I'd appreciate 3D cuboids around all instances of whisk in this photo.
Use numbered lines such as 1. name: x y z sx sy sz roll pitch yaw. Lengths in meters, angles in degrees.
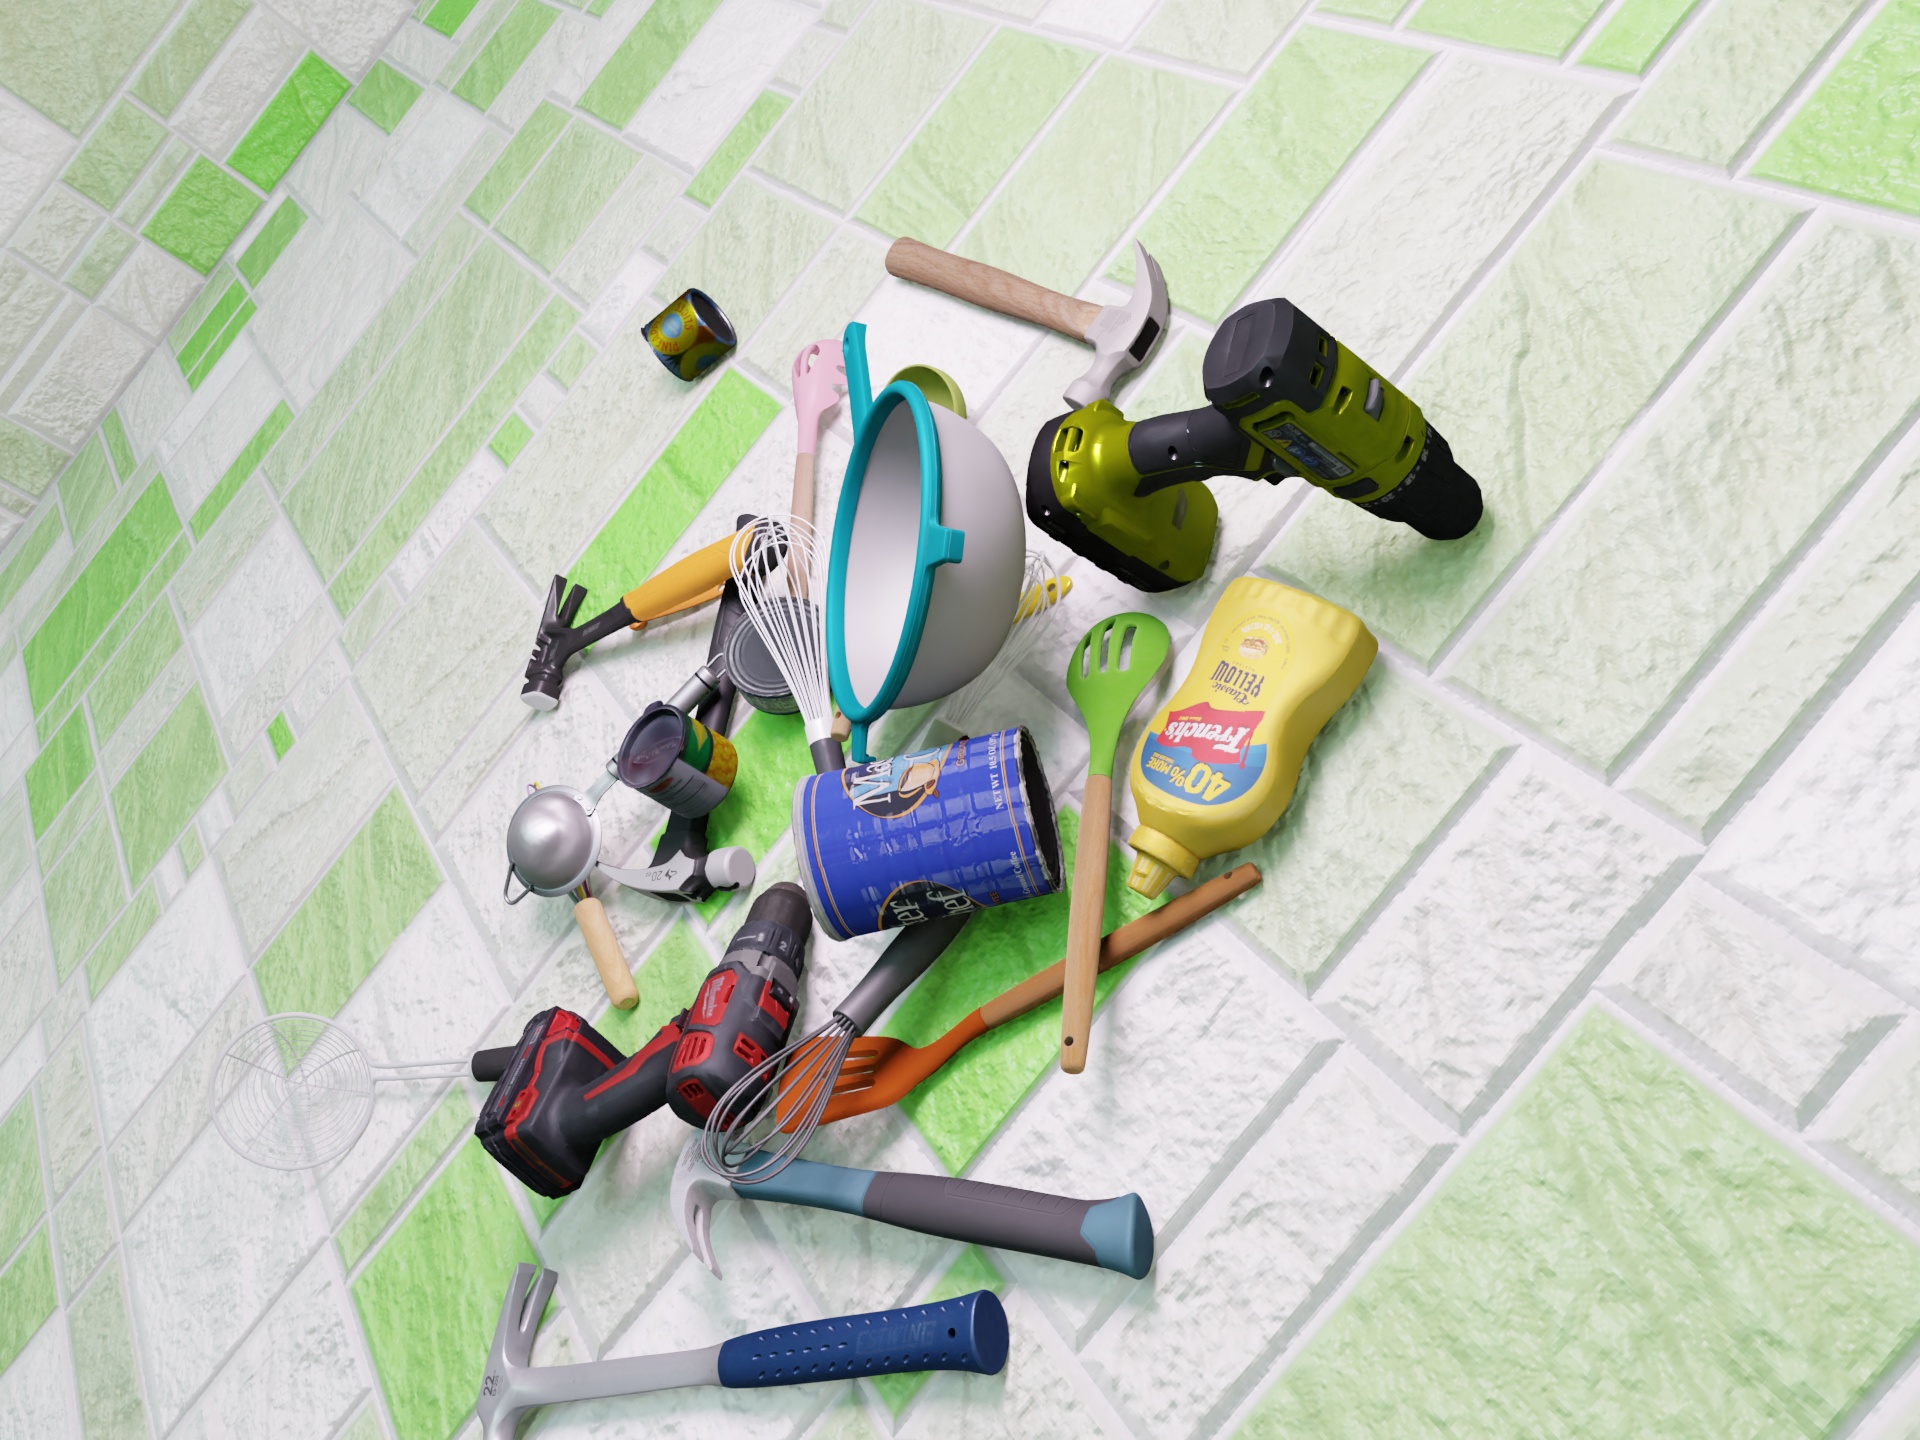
1. whisk: -0.102 -0.021 1.109 0.070 0.070 0.285 -26 68 27
2. whisk: -0.064 0.178 0.938 0.055 0.055 0.239 8 43 43
3. whisk: -0.293 0.132 1.231 0.047 0.051 0.245 -60 43 25
4. whisk: -0.002 -0.003 1.050 0.246 0.057 0.059 -63 7 -1

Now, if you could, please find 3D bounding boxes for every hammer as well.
1. hammer: -0.037 0.271 0.906 0.331 0.033 0.128 -3 43 36
2. hammer: -0.193 -0.017 1.236 0.146 0.035 0.335 -12 57 35
3. hammer: -0.254 -0.105 1.308 0.337 0.034 0.127 -18 53 43
4. hammer: -0.147 0.378 0.947 0.405 0.035 0.144 -20 53 31
5. hammer: 0.040 -0.333 1.235 0.130 0.031 0.332 -54 43 0

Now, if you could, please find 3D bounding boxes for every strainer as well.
1. strainer: -0.267 0.041 1.204 0.258 0.050 0.087 -46 68 0
2. strainer: -0.021 -0.146 1.030 0.210 0.095 0.341 115 155 -44

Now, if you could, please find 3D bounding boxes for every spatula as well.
1. spatula: 0.029 0.158 0.928 0.322 0.041 0.081 -32 25 19

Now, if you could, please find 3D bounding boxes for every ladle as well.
1. ladle: -0.055 -0.127 1.141 0.078 0.062 0.320 -14 48 38

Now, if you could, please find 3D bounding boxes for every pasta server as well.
1. pasta server: -0.122 -0.187 1.290 0.060 0.040 0.316 -18 58 32

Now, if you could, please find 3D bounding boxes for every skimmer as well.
1. skimmer: -0.432 0.277 1.218 0.363 0.090 0.127 -12 90 33

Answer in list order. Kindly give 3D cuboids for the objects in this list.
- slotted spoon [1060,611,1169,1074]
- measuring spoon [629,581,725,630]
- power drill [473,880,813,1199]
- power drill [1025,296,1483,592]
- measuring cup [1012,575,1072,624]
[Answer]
1. slotted spoon: 0.081 0.057 0.932 0.070 0.031 0.314 -12 51 30
2. measuring spoon: -0.234 -0.098 1.343 0.117 0.011 0.021 -18 54 28
3. power drill: -0.195 0.206 1.048 0.226 0.080 0.188 -27 27 28
4. power drill: 0.166 -0.142 0.918 0.228 0.190 0.080 -12 56 53
5. measuring cup: 0.005 -0.070 1.101 0.156 0.029 0.062 -25 50 27
